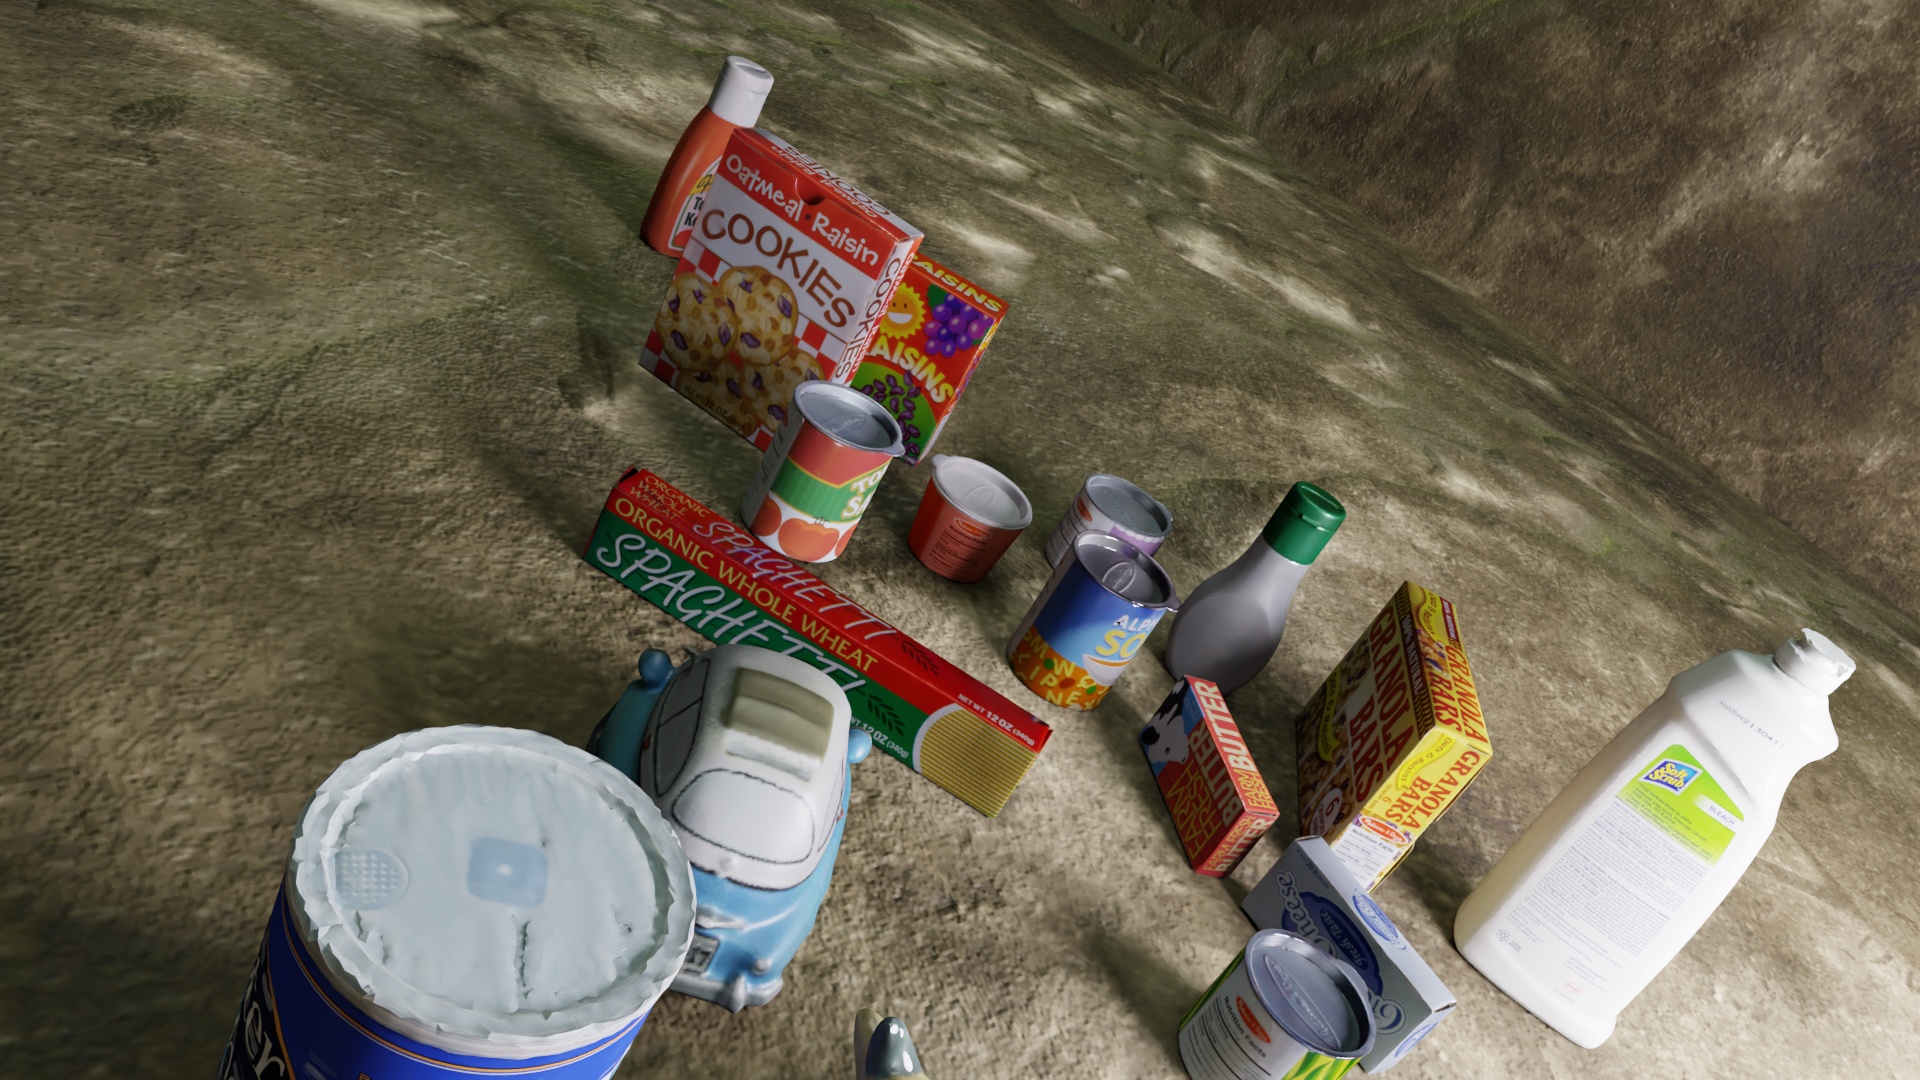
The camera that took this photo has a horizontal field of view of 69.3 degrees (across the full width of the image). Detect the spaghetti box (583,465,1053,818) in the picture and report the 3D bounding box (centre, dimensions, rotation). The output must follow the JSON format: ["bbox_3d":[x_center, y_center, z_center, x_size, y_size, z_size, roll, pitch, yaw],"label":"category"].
[{"bbox_3d":[-0.074,0.050,0.692,0.250,0.050,0.029,32,28,4],"label":"spaghetti box"}]

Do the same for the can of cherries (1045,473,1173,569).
[{"bbox_3d":[0.101,-0.001,0.929,0.071,0.058,0.072,23,29,-13],"label":"can of cherries"}]

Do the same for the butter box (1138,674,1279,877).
[{"bbox_3d":[0.133,0.127,0.757,0.024,0.053,0.104,16,31,-24],"label":"butter box"}]

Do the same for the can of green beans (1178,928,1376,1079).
[{"bbox_3d":[0.139,0.216,0.613,0.071,0.057,0.071,23,29,-13],"label":"can of green beans"}]

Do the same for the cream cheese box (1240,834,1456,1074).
[{"bbox_3d":[0.189,0.203,0.686,0.024,0.053,0.104,2,39,-41],"label":"cream cheese box"}]

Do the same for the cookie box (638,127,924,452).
[{"bbox_3d":[-0.113,-0.147,0.849,0.123,0.166,0.040,35,28,9],"label":"cookie box"}]

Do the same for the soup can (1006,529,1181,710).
[{"bbox_3d":[0.076,0.048,0.799,0.071,0.083,0.072,23,29,-13],"label":"soup can"}]

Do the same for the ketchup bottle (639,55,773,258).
[{"bbox_3d":[-0.182,-0.279,1.018,0.043,0.148,0.065,44,31,25],"label":"ketchup bottle"}]

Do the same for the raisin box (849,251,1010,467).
[{"bbox_3d":[-0.034,-0.124,0.933,0.086,0.122,0.040,31,28,2],"label":"raisin box"}]

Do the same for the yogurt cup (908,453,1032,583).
[{"bbox_3d":[0.003,-0.011,0.857,0.072,0.053,0.073,23,29,-13],"label":"yogurt cup"}]

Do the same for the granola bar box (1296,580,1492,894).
[{"bbox_3d":[0.248,0.114,0.811,0.039,0.123,0.166,29,28,-3],"label":"granola bar box"}]

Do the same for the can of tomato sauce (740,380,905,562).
[{"bbox_3d":[-0.079,-0.038,0.794,0.071,0.082,0.071,23,29,-13],"label":"can of tomato sauce"}]

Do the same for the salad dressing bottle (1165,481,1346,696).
[{"bbox_3d":[0.183,0.031,0.859,0.064,0.147,0.044,33,28,5],"label":"salad dressing bottle"}]
